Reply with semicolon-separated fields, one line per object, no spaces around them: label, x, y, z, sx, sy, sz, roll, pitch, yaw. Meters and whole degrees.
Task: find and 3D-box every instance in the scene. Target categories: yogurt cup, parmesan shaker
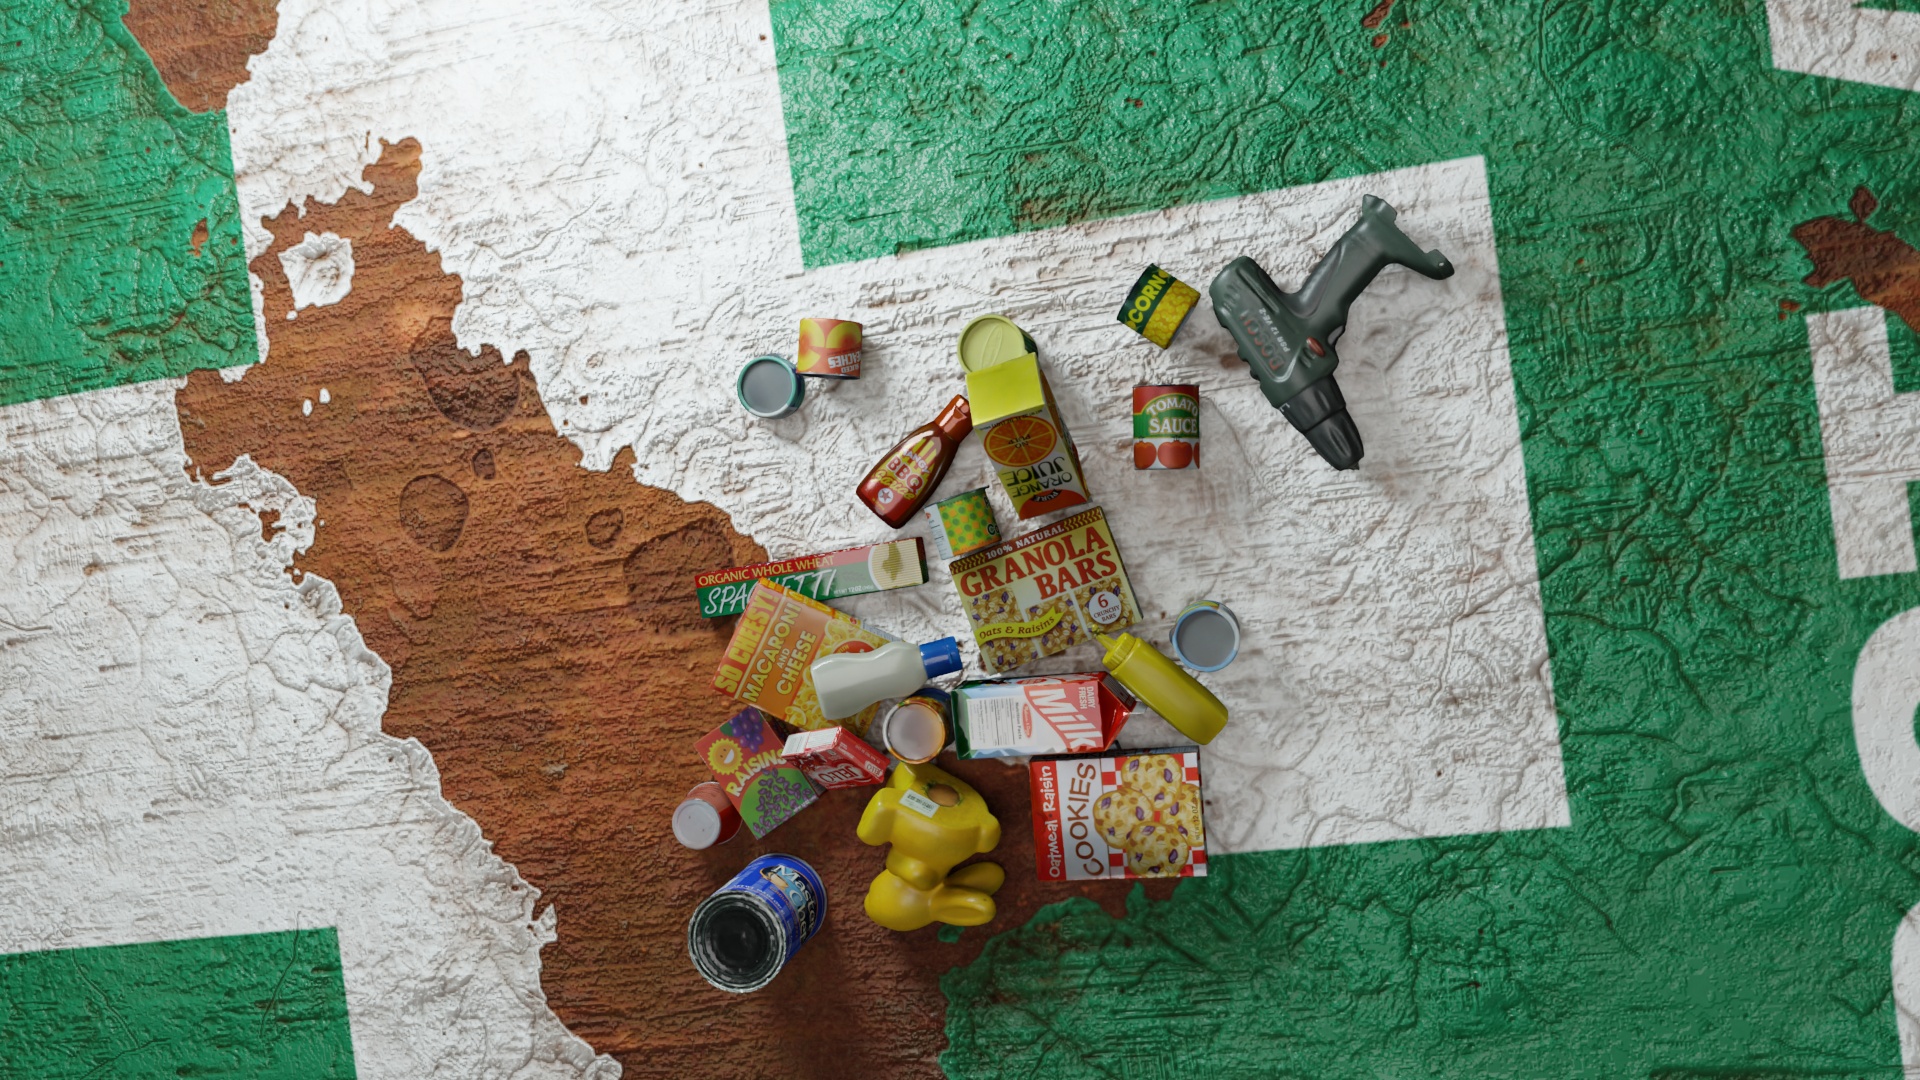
yogurt cup;-0.271;0.295;1.476;0.072;0.054;0.072;0;92;10
parmesan shaker;0.041;-0.185;1.377;0.071;0.103;0.071;0;92;11

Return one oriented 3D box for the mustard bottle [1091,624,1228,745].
mustard bottle;0.190;0.136;1.371;0.160;0.065;0.048;38;100;-1

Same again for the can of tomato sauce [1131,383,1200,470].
can of tomato sauce;0.203;-0.111;1.366;0.071;0.071;0.083;0;92;11

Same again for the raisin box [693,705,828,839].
raisin box;-0.211;0.240;1.471;0.086;0.040;0.123;-36;86;11

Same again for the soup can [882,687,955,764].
soup can;-0.036;0.189;1.413;0.071;0.084;0.071;0;92;10

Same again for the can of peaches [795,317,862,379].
can of peaches;-0.133;-0.197;1.427;0.071;0.071;0.058;4;92;11

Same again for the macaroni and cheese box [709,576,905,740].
macaroni and cheese box;-0.157;0.128;1.435;0.166;0.040;0.123;25;96;-7

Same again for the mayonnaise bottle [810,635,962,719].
mayonnaise bottle;-0.073;0.133;1.401;0.148;0.041;0.064;-15;97;-4

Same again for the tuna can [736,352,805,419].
tuna can;-0.199;-0.163;1.459;0.071;0.033;0.071;0;92;11

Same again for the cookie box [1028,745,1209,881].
cookie box;0.156;0.270;1.375;0.167;0.040;0.123;-5;91;12

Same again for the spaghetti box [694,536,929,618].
spaghetti box;-0.159;0.040;1.460;0.250;0.029;0.050;-9;91;11

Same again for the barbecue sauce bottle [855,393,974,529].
barbecue sauce bottle;-0.038;-0.084;1.426;0.065;0.044;0.148;43;98;7

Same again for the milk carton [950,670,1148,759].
milk carton;0.093;0.174;1.395;0.190;0.072;0.073;-5;91;12

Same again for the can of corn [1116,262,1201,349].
can of corn;0.195;-0.229;1.363;0.058;0.071;0.071;33;98;7

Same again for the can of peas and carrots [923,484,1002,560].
can of peas and carrots;0.005;-0.018;1.409;0.071;0.071;0.058;-19;89;11

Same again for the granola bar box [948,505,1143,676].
granola bar box;0.087;0.051;1.408;0.165;0.039;0.124;-21;89;11

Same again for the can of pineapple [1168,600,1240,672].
can of pineapple;0.241;0.095;1.371;0.071;0.058;0.071;0;92;11

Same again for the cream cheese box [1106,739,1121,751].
cream cheese box;0.156;0.261;1.409;0.053;0.024;0.104;-25;87;12

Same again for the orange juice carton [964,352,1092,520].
orange juice carton;0.071;-0.086;1.351;0.072;0.192;0.073;-17;49;11
